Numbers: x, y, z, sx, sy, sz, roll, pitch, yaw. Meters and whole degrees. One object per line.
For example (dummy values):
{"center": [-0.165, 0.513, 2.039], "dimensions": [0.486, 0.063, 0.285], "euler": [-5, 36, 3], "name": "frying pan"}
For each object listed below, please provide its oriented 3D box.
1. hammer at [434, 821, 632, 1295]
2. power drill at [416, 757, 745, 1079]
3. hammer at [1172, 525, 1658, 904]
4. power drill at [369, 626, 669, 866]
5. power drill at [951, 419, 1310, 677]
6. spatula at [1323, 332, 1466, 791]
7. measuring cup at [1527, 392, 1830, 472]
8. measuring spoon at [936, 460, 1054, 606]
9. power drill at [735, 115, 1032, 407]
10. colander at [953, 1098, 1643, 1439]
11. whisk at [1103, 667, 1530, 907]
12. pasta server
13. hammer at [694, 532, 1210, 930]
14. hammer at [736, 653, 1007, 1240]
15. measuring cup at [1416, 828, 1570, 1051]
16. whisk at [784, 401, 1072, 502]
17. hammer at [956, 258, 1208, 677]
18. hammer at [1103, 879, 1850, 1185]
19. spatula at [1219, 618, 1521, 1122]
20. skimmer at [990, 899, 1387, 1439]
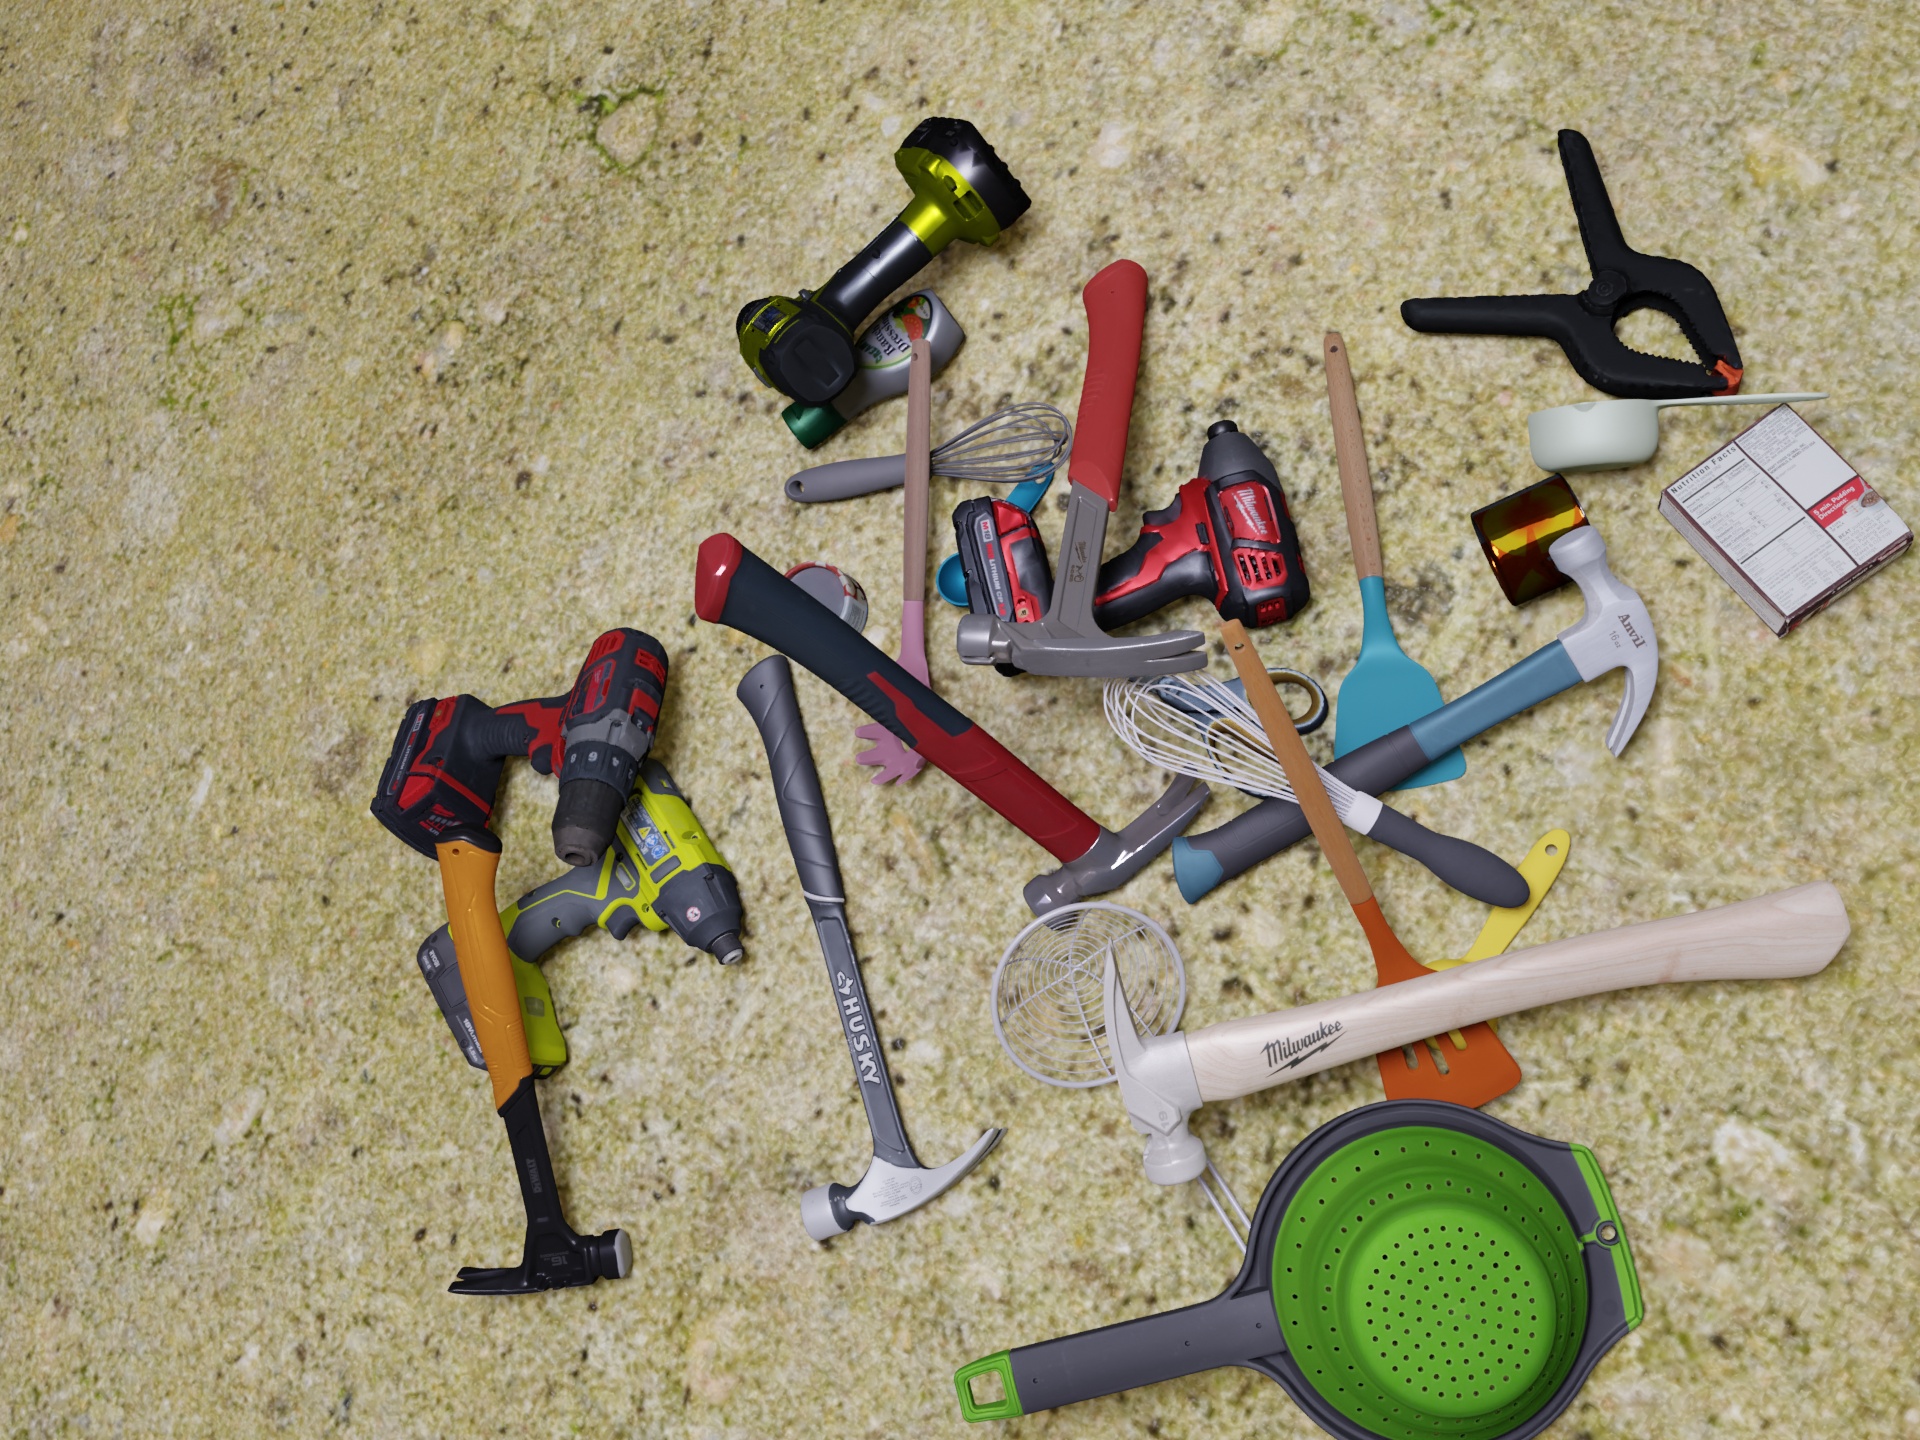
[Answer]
{"center": [-0.321, 0.237, 1.103], "dimensions": [0.127, 0.034, 0.337], "euler": [-9, 98, 3], "name": "hammer"}
{"center": [-0.271, 0.156, 1.164], "dimensions": [0.223, 0.080, 0.171], "euler": [-38, 67, 5], "name": "power drill"}
{"center": [0.273, 0.020, 0.991], "dimensions": [0.331, 0.033, 0.128], "euler": [-32, 97, 18], "name": "hammer"}
{"center": [-0.319, 0.039, 1.159], "dimensions": [0.227, 0.080, 0.188], "euler": [-16, 47, 27], "name": "power drill"}
{"center": [0.113, -0.117, 1.072], "dimensions": [0.219, 0.078, 0.143], "euler": [-13, 72, 9], "name": "power drill"}
{"center": [0.267, -0.112, 1.050], "dimensions": [0.082, 0.044, 0.318], "euler": [-10, 70, 19], "name": "spatula"}
{"center": [0.432, -0.175, 0.965], "dimensions": [0.167, 0.083, 0.038], "euler": [0, 94, 28], "name": "measuring cup"}
{"center": [0.030, -0.134, 1.151], "dimensions": [0.042, 0.021, 0.128], "euler": [34, 82, 21], "name": "measuring spoon"}
{"center": [-0.072, -0.336, 1.175], "dimensions": [0.228, 0.080, 0.191], "euler": [-44, 29, 2], "name": "power drill"}
{"center": [0.185, 0.340, 0.888], "dimensions": [0.397, 0.094, 0.204], "euler": [-16, 80, 4], "name": "colander"}
{"center": [0.214, 0.041, 0.965], "dimensions": [0.284, 0.070, 0.070], "euler": [28, 89, 4], "name": "whisk"}
{"center": [-0.037, -0.112, 1.126], "dimensions": [0.060, 0.040, 0.316], "euler": [2, 91, 35], "name": "pasta server"}
{"center": [-0.001, -0.003, 0.942], "dimensions": [0.143, 0.385, 0.038], "euler": [-42, 40, 11], "name": "hammer"}
{"center": [-0.087, 0.141, 1.118], "dimensions": [0.149, 0.036, 0.409], "euler": [-22, 71, 14], "name": "hammer"}
{"center": [0.323, 0.131, 0.965], "dimensions": [0.062, 0.029, 0.156], "euler": [33, 93, 24], "name": "measuring cup"}
{"center": [-0.027, -0.190, 1.164], "dimensions": [0.239, 0.055, 0.055], "euler": [-7, 75, 26], "name": "whisk"}
{"center": [0.100, -0.176, 1.040], "dimensions": [0.149, 0.036, 0.359], "euler": [1, 53, 15], "name": "hammer"}
{"center": [0.286, 0.148, 0.906], "dimensions": [0.410, 0.038, 0.146], "euler": [-16, 97, 7], "name": "hammer"}
{"center": [0.226, 0.087, 0.929], "dimensions": [0.081, 0.041, 0.322], "euler": [-25, 101, 14], "name": "spatula"}
{"center": [0.148, 0.277, 0.965], "dimensions": [0.127, 0.090, 0.364], "euler": [-33, 69, 0], "name": "skimmer"}
